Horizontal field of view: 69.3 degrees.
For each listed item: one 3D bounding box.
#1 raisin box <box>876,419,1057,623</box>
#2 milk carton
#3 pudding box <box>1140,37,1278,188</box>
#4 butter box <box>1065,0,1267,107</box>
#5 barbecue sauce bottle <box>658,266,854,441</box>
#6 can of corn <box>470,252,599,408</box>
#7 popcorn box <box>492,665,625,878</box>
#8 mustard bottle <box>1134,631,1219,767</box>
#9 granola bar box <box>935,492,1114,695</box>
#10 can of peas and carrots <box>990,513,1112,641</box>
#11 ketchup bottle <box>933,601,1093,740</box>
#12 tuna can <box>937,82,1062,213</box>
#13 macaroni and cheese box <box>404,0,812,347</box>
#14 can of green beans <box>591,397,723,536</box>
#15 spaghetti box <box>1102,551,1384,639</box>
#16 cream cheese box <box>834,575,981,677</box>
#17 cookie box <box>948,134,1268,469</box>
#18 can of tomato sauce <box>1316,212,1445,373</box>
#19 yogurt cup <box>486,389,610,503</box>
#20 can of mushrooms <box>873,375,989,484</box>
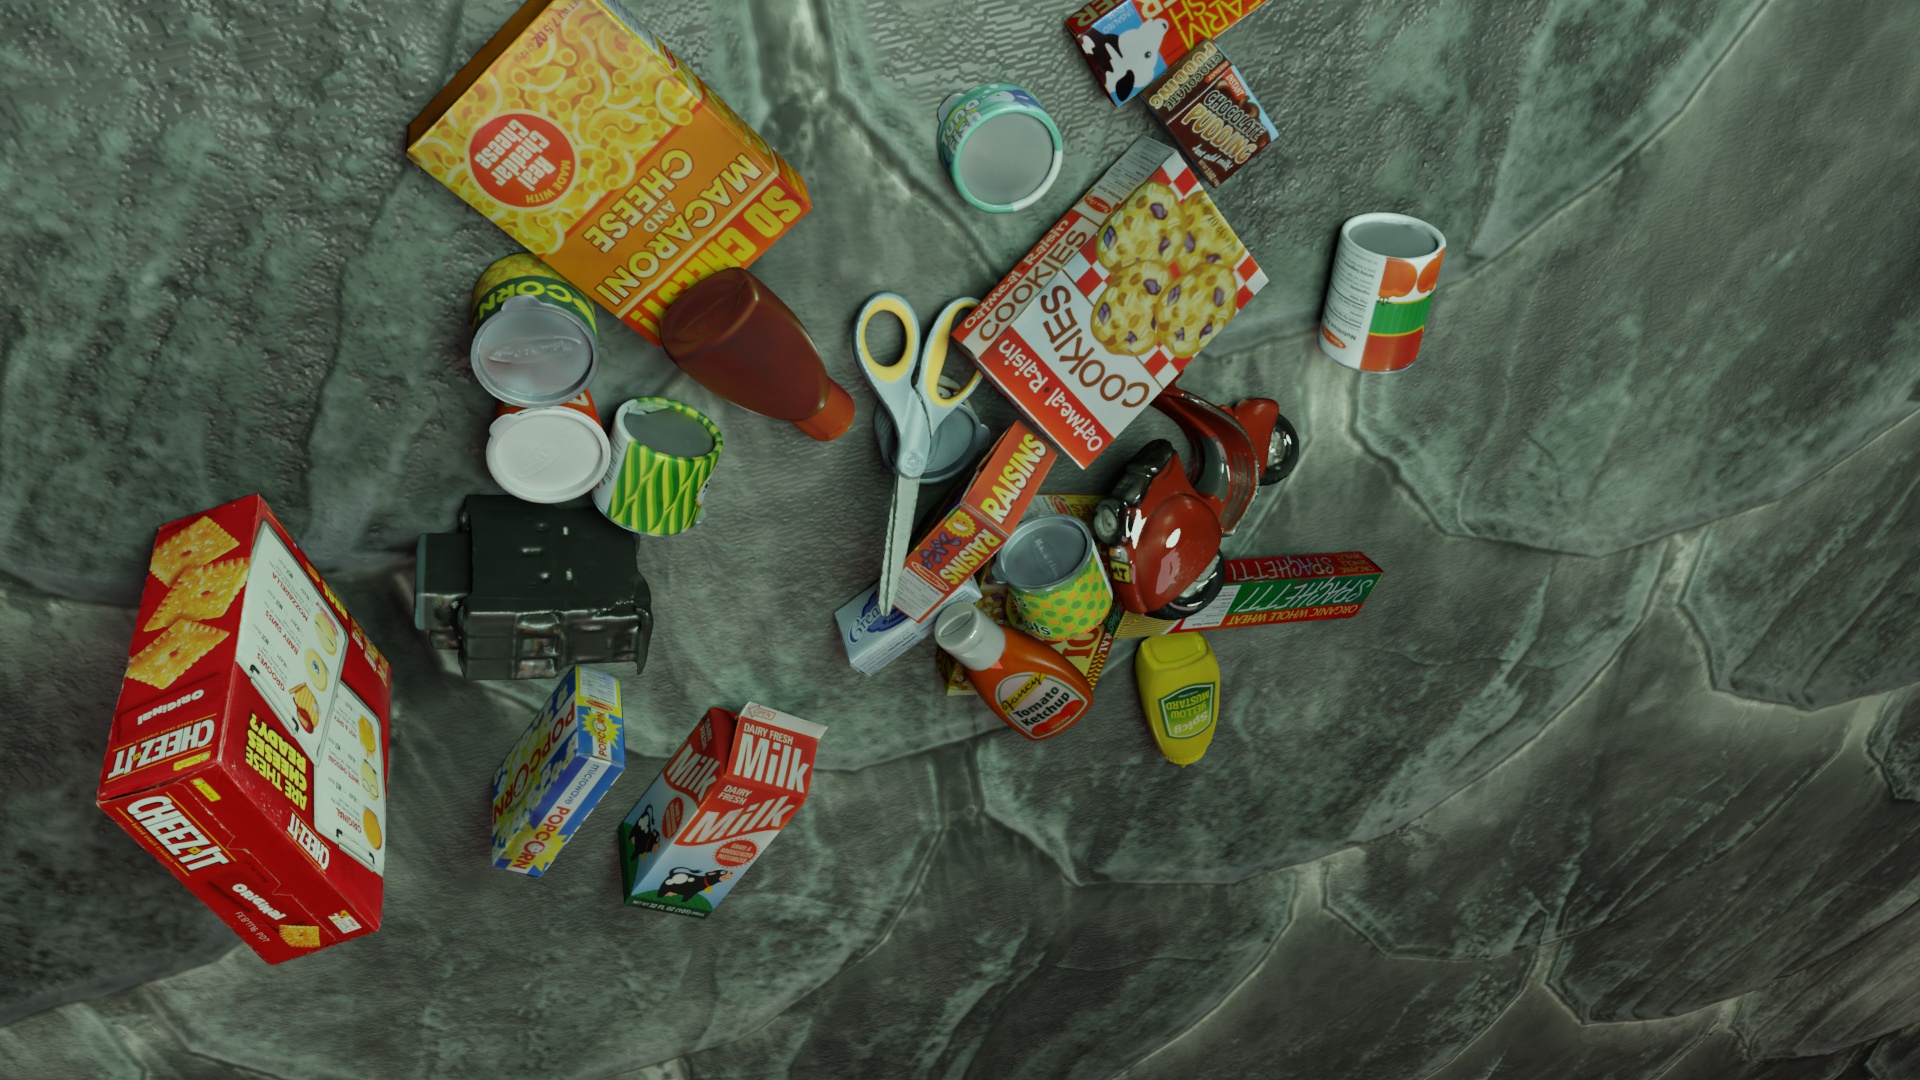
[{"bbox_3d":[0.003,-0.011,0.891,0.040,0.086,0.122,38,139,-6],"label":"raisin box"},{"bbox_3d":[-0.178,0.193,1.040,0.072,0.074,0.190,23,118,-34],"label":"milk carton"},{"bbox_3d":[0.143,-0.242,0.791,0.049,0.030,0.083,-39,152,15],"label":"pudding box"},{"bbox_3d":[0.114,-0.290,0.760,0.103,0.024,0.053,-34,133,11],"label":"butter box"},{"bbox_3d":[-0.108,-0.099,0.802,0.065,0.044,0.148,-35,153,8],"label":"barbecue sauce bottle"},{"bbox_3d":[-0.234,-0.118,0.761,0.071,0.058,0.070,-10,132,-11],"label":"can of corn"},{"bbox_3d":[-0.281,0.161,0.967,0.038,0.085,0.126,24,119,-33],"label":"popcorn box"},{"bbox_3d":[0.181,0.139,1.139,0.065,0.049,0.159,-17,133,-3],"label":"mustard bottle"},{"bbox_3d":[0.060,0.040,1.017,0.124,0.039,0.164,0,129,-20],"label":"granola bar box"},{"bbox_3d":[0.062,0.026,0.931,0.071,0.071,0.058,-24,133,2],"label":"can of peas and carrots"},{"bbox_3d":[0.035,0.090,0.984,0.064,0.044,0.148,-36,136,12],"label":"ketchup bottle"},{"bbox_3d":[0.021,-0.221,0.780,0.071,0.033,0.070,-10,132,-12],"label":"tuna can"},{"bbox_3d":[-0.179,-0.196,0.726,0.123,0.040,0.166,-38,131,15],"label":"macaroni and cheese box"},{"bbox_3d":[-0.182,-0.045,0.837,0.071,0.071,0.057,9,125,-26],"label":"can of green beans"},{"bbox_3d":[0.217,0.040,1.050,0.251,0.029,0.050,-3,131,-32],"label":"spaghetti box"},{"bbox_3d":[-0.038,0.046,0.976,0.103,0.053,0.024,-35,134,12],"label":"cream cheese box"},{"bbox_3d":[0.092,-0.142,0.848,0.167,0.040,0.122,-46,130,3],"label":"cookie box"},{"bbox_3d":[0.273,-0.161,0.901,0.071,0.071,0.082,-9,131,-12],"label":"can of tomato sauce"},{"bbox_3d":[-0.240,-0.064,0.808,0.072,0.054,0.072,-10,132,-11],"label":"yogurt cup"},{"bbox_3d":[-0.019,-0.072,0.895,0.071,0.033,0.070,-10,131,-11],"label":"can of mushrooms"}]
